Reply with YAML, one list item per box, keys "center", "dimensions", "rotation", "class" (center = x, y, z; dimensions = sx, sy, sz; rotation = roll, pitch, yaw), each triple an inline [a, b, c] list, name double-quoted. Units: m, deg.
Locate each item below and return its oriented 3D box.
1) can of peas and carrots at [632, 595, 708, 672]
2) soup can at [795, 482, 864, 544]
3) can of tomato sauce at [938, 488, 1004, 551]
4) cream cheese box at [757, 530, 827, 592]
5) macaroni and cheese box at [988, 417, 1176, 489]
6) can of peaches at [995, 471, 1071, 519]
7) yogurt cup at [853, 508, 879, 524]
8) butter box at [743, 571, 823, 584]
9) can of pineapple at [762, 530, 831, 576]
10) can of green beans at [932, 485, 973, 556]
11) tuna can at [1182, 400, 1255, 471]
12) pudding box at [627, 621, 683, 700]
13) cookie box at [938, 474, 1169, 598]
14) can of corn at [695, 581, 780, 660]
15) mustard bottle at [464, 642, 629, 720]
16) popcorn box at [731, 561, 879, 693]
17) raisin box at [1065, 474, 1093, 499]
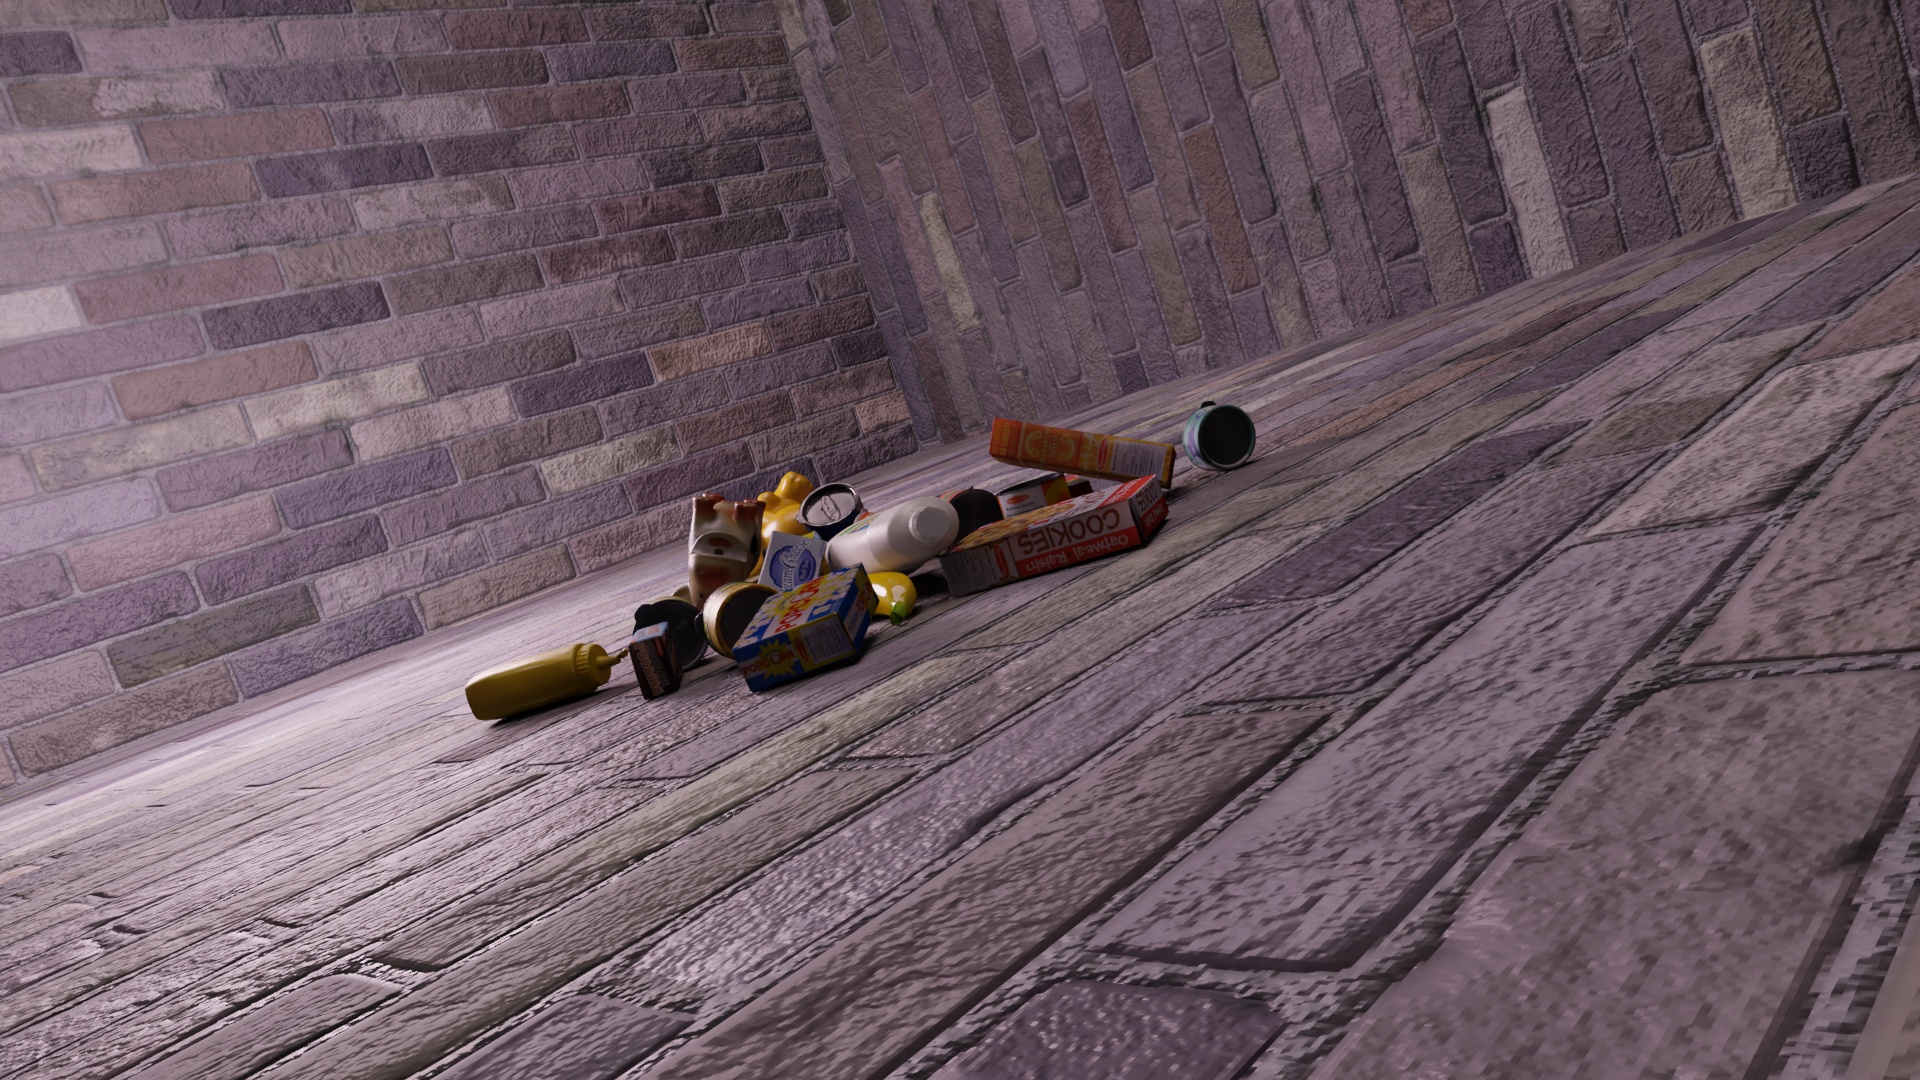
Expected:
- center: [-0.261, 0.082, 1.237]
  dimensions: [0.071, 0.071, 0.058]
  rotation: [-20, 5, -13]
  class: "can of peas and carrots"
- center: [-0.131, -0.010, 1.493]
  dimensions: [0.071, 0.083, 0.072]
  rotation: [-11, 43, 10]
  class: "soup can"
- center: [0.005, -0.017, 1.353]
  dimensions: [0.071, 0.071, 0.083]
  rotation: [-19, 5, -10]
  class: "can of tomato sauce"
- center: [-0.156, 0.034, 1.276]
  dimensions: [0.053, 0.024, 0.104]
  rotation: [10, 37, -3]
  class: "cream cheese box"
- center: [0.119, -0.081, 1.324]
  dimensions: [0.166, 0.040, 0.124]
  rotation: [9, 1, 10]
  class: "macaroni and cheese box"
- center: [0.074, -0.026, 1.279]
  dimensions: [0.071, 0.058, 0.071]
  rotation: [-18, 5, 2]
  class: "can of peaches"
- center: [-0.075, 0.001, 1.449]
  dimensions: [0.054, 0.072, 0.072]
  rotation: [-7, 9, 21]
  class: "yogurt cup"
- center: [-0.173, 0.054, 1.310]
  dimensions: [0.104, 0.053, 0.024]
  rotation: [-24, 9, -40]
  class: "butter box"
- center: [-0.166, 0.030, 1.434]
  dimensions: [0.058, 0.071, 0.071]
  rotation: [-20, 6, -17]
  class: "can of pineapple"
- center: [-0.009, -0.020, 1.456]
  dimensions: [0.071, 0.057, 0.071]
  rotation: [-18, 6, 2]
  class: "can of green beans"
- center: [0.256, -0.104, 1.373]
  dimensions: [0.071, 0.071, 0.033]
  rotation: [-20, 7, -17]
  class: "tuna can"
- center: [-0.255, 0.099, 1.161]
  dimensions: [0.030, 0.049, 0.084]
  rotation: [-18, 6, -7]
  class: "pudding box"
- center: [0.081, -0.004, 1.154]
  dimensions: [0.167, 0.040, 0.123]
  rotation: [-17, 6, 20]
  class: "cookie box"
- center: [-0.177, 0.067, 1.136]
  dimensions: [0.071, 0.071, 0.058]
  rotation: [-20, 7, -20]
  class: "can of corn"
- center: [-0.374, 0.126, 1.279]
  dimensions: [0.160, 0.048, 0.065]
  rotation: [-16, 6, 17]
  class: "mustard bottle"
- center: [-0.113, 0.063, 1.043]
  dimensions: [0.085, 0.038, 0.127]
  rotation: [-21, 13, 10]
  class: "popcorn box"
- center: [0.086, -0.034, 1.398]
  dimensions: [0.086, 0.040, 0.123]
  rotation: [-19, 7, -3]
  class: "raisin box"
